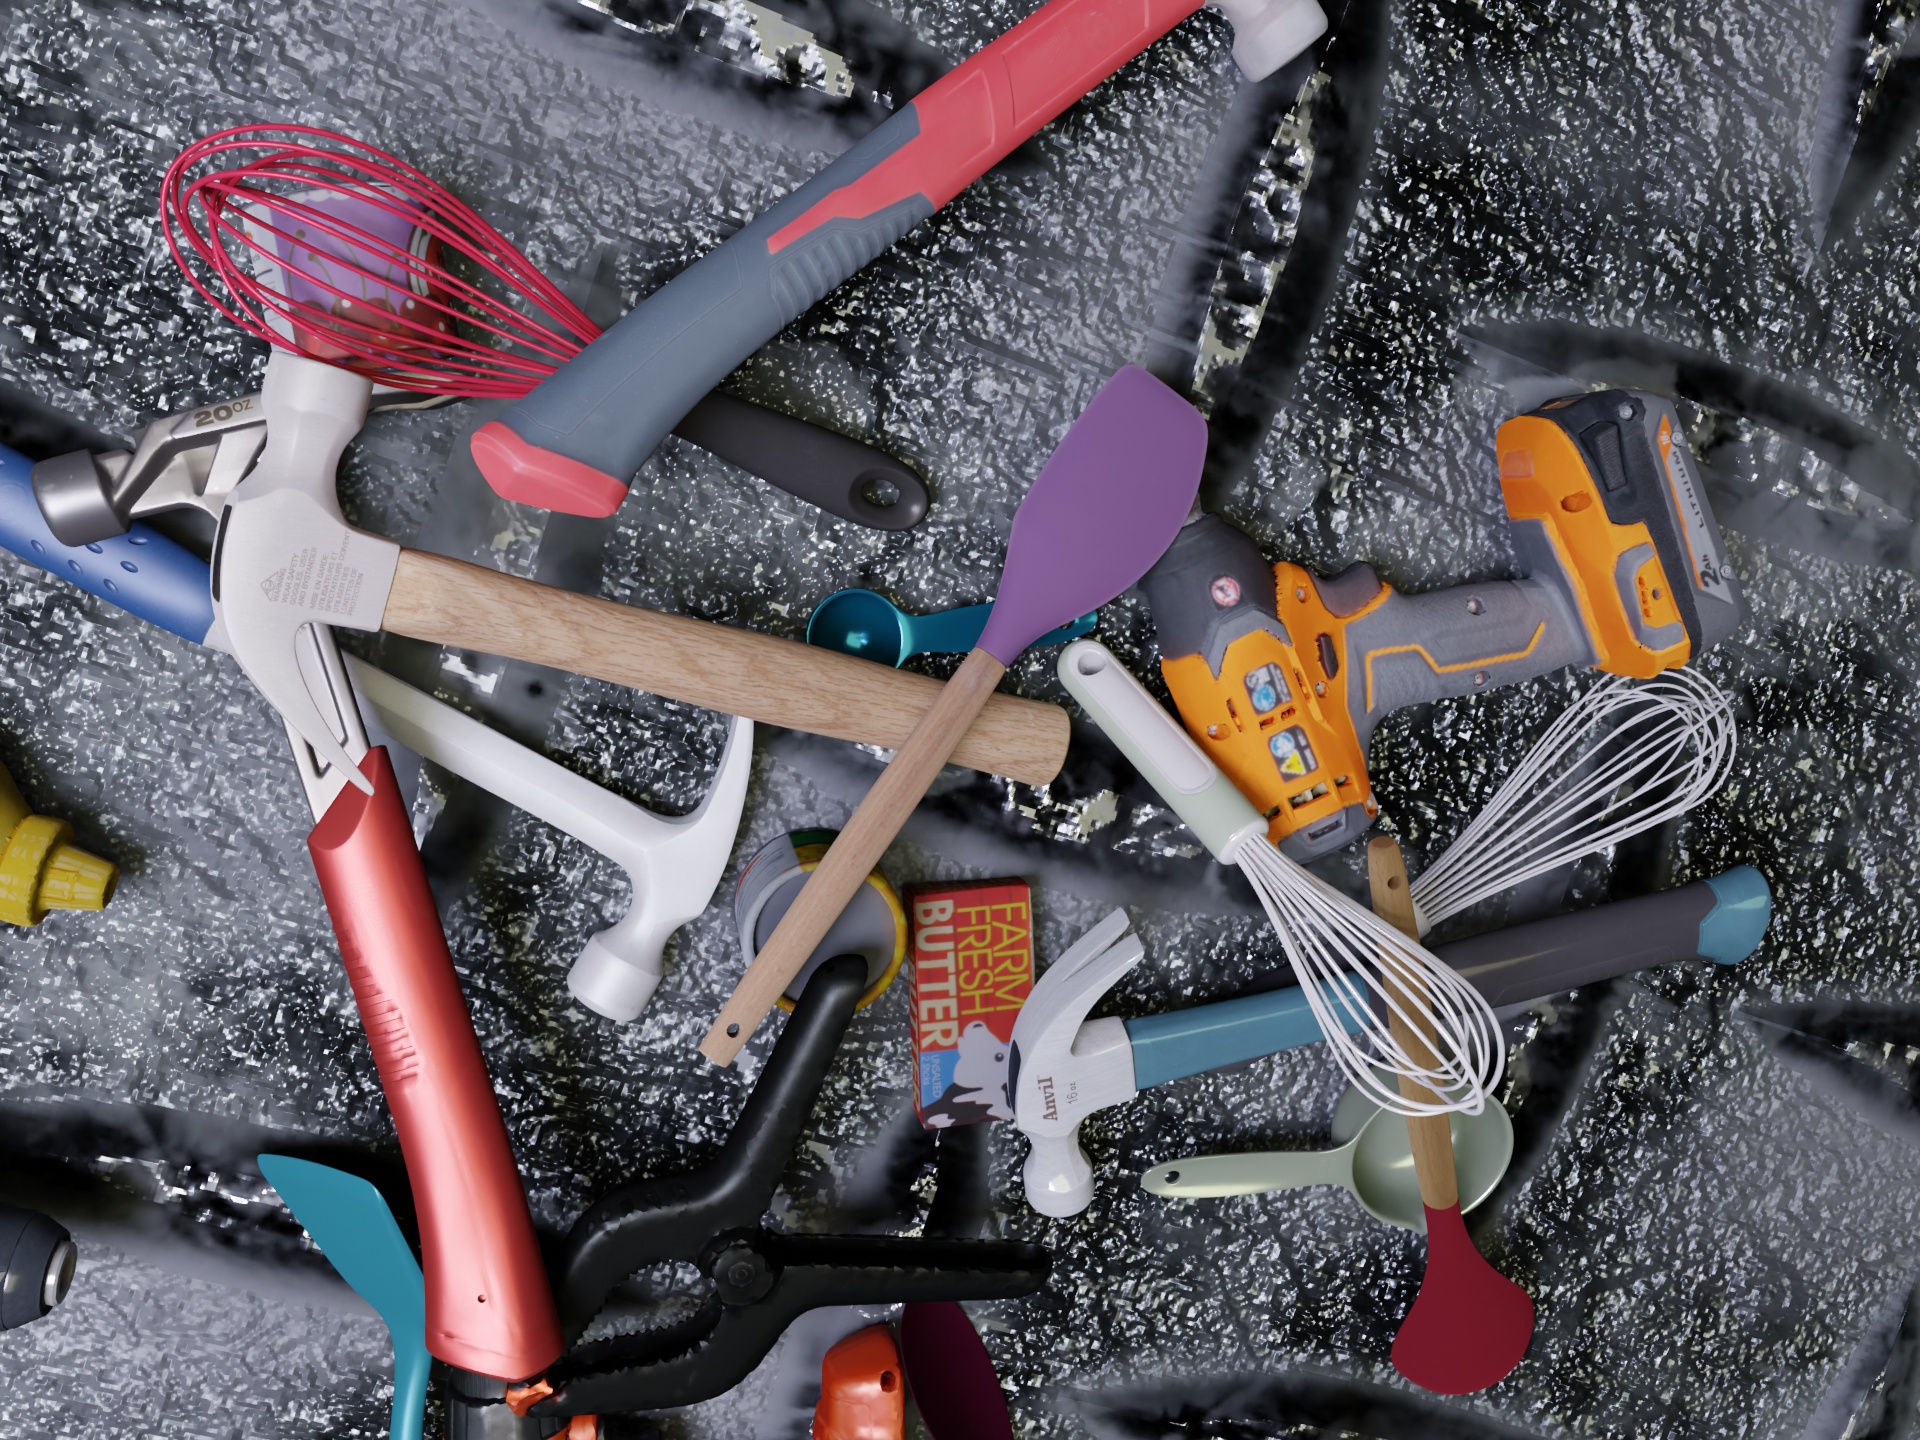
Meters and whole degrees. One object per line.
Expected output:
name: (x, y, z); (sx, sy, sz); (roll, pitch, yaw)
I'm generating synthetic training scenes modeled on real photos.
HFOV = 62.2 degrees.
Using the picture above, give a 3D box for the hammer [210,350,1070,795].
hammer: (-0.095, -0.019, 0.580); (0.331, 0.031, 0.130); (14, 93, -33)

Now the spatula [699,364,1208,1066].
spatula: (-0.001, -0.002, 0.611); (0.059, 0.018, 0.316); (37, 81, -7)

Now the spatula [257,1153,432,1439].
spatula: (-0.230, 0.326, 0.633); (0.044, 0.082, 0.317); (-5, 93, -55)

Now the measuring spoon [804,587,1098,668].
measuring spoon: (-0.004, -0.038, 0.664); (0.128, 0.021, 0.042); (-7, 98, -19)

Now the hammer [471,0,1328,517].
hammer: (-0.025, -0.212, 0.565); (0.386, 0.038, 0.143); (-44, 103, -22)

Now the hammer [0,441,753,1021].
hammer: (-0.266, -0.039, 0.601); (0.405, 0.035, 0.144); (31, 91, -13)

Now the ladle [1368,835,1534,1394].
ladle: (0.200, 0.181, 0.670); (0.069, 0.031, 0.315); (-18, 116, -3)

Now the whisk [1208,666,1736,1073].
whisk: (0.221, 0.069, 0.701); (0.284, 0.070, 0.070); (-35, 102, 1)

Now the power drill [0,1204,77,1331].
power drill: (-0.430, 0.259, 0.569); (0.190, 0.080, 0.228); (10, 103, -12)

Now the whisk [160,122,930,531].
whisk: (-0.127, -0.125, 0.566); (0.295, 0.073, 0.073); (19, 94, -36)

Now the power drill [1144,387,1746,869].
power drill: (0.191, -0.056, 0.665); (0.226, 0.084, 0.164); (-25, 99, -3)

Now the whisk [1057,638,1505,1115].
whisk: (0.115, 0.053, 0.615); (0.058, 0.059, 0.247); (-34, 61, -10)

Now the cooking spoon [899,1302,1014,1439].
cooking spoon: (0.038, 0.383, 0.709); (0.017, 0.069, 0.318); (-18, 106, 19)

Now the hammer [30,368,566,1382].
hammer: (-0.200, 0.058, 0.572); (0.149, 0.037, 0.359); (-17, 92, -13)

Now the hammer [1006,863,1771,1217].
hammer: (0.180, 0.115, 0.666); (0.331, 0.033, 0.128); (-12, 117, -6)

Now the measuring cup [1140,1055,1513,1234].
measuring cup: (0.159, 0.188, 0.708); (0.167, 0.038, 0.083); (-4, 110, -6)
